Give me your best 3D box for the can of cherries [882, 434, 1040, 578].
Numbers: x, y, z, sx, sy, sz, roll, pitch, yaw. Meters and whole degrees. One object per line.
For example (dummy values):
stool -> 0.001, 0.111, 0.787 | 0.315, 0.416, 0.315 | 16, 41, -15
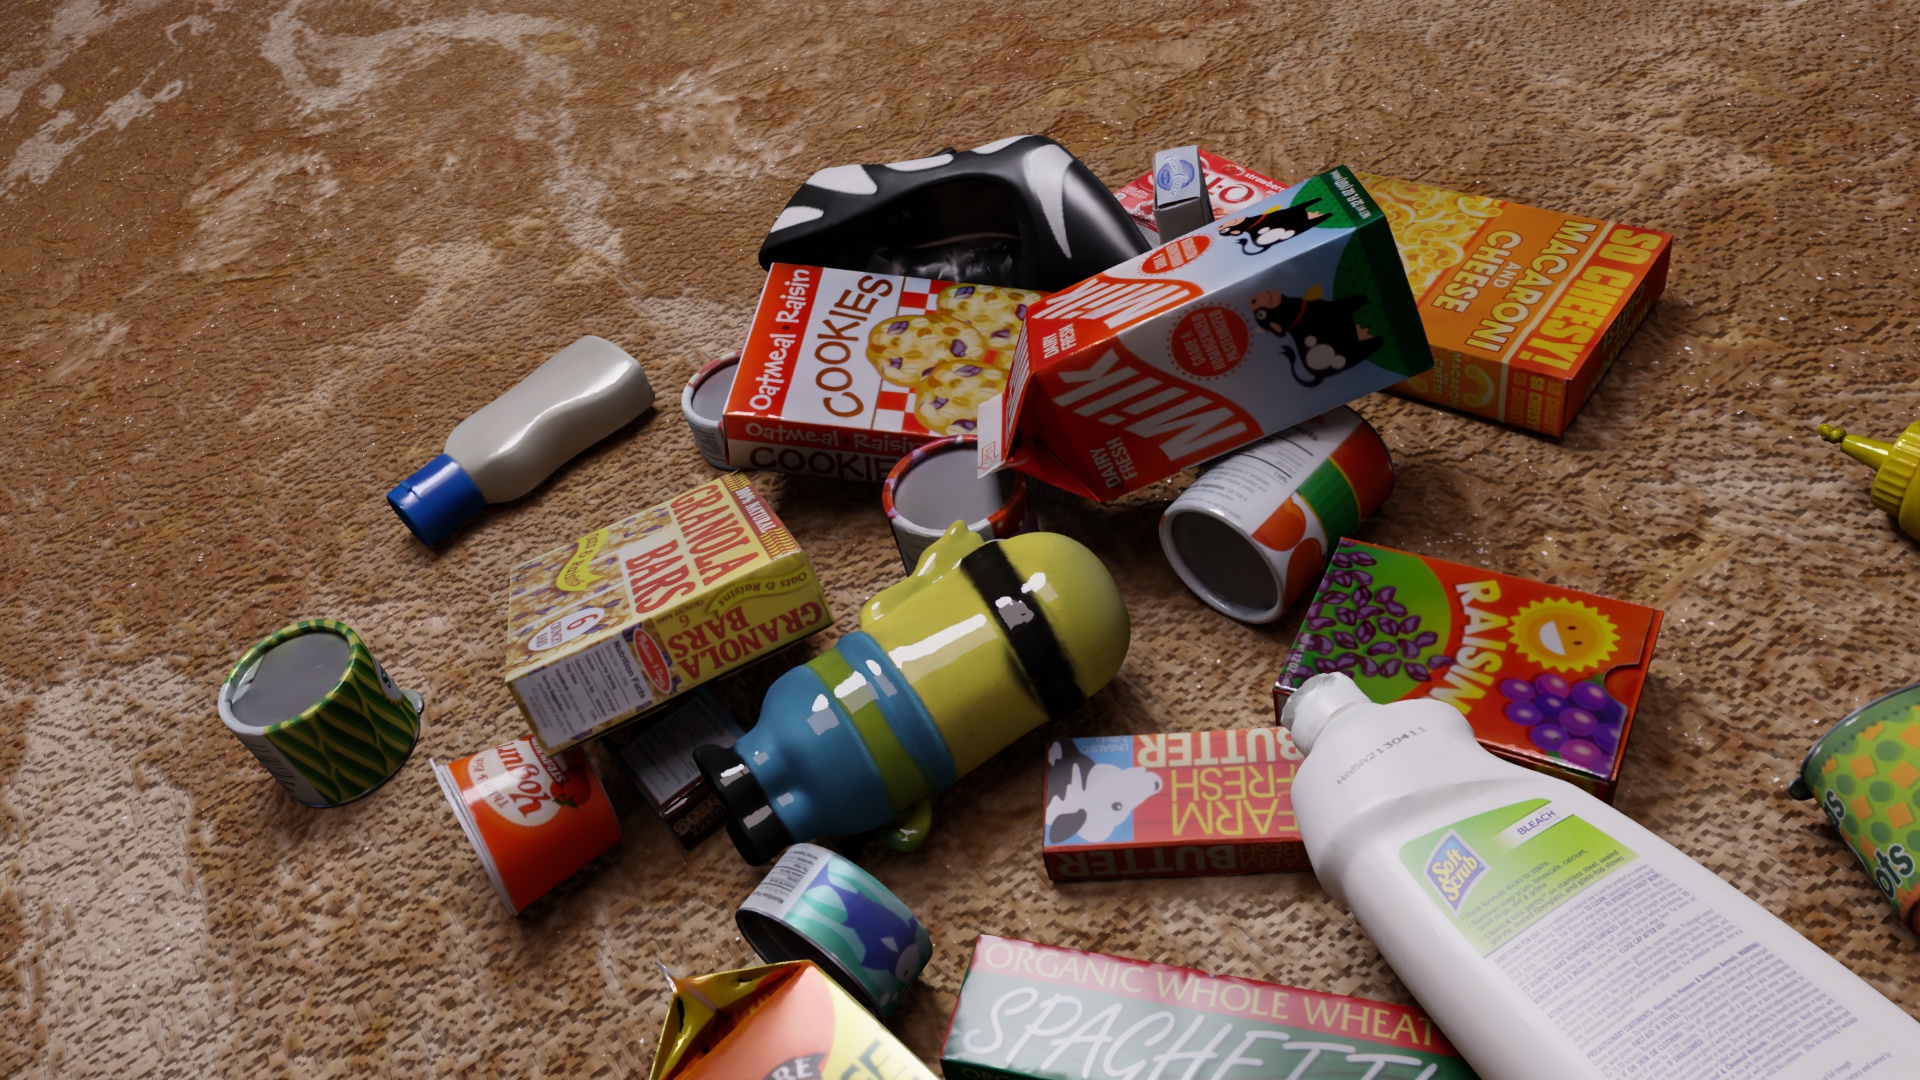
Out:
can of cherries -> 0.002, -0.008, 0.637 | 0.071, 0.058, 0.072 | -8, 45, 8

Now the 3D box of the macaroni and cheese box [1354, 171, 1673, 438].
macaroni and cheese box -> 0.246, -0.123, 0.697 | 0.166, 0.040, 0.124 | 24, 56, 34

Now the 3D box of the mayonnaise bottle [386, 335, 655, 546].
mayonnaise bottle -> -0.244, -0.055, 0.769 | 0.065, 0.041, 0.149 | 29, 60, 38

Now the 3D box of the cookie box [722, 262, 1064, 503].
cookie box -> -0.026, -0.082, 0.707 | 0.167, 0.040, 0.123 | 6, 47, 2

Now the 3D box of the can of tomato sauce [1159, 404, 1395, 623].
can of tomato sauce -> 0.137, -0.013, 0.601 | 0.071, 0.070, 0.083 | 28, 59, 36

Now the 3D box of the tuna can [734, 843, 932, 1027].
tuna can -> -0.043, 0.143, 0.496 | 0.071, 0.070, 0.033 | 19, 53, 31

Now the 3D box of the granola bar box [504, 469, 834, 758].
granola bar box -> -0.133, 0.024, 0.612 | 0.124, 0.039, 0.166 | -25, 20, -10

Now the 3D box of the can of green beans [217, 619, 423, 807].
can of green beans -> -0.293, 0.078, 0.636 | 0.071, 0.057, 0.071 | -8, 44, 8

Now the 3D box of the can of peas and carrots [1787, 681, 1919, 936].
can of peas and carrots -> 0.318, 0.088, 0.448 | 0.071, 0.070, 0.059 | -15, 44, 2

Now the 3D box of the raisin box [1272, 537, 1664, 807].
raisin box -> 0.194, 0.052, 0.537 | 0.123, 0.040, 0.086 | 15, 51, 27

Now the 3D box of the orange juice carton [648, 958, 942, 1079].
orange juice carton -> -0.029, 0.202, 0.427 | 0.193, 0.071, 0.073 | 30, 59, 36

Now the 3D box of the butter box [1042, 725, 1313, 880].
butter box -> 0.084, 0.100, 0.530 | 0.103, 0.024, 0.053 | -5, 44, 11

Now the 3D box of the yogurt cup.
yogurt cup -> -0.174, 0.111, 0.567 | 0.054, 0.072, 0.072 | -27, 44, -22

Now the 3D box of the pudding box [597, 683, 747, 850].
pudding box -> -0.123, 0.087, 0.599 | 0.050, 0.030, 0.084 | -36, 47, -18

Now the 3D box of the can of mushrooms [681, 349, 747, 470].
can of mushrooms -> -0.114, -0.073, 0.754 | 0.071, 0.033, 0.071 | -9, 44, 9

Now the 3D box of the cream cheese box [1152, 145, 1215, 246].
cream cheese box -> 0.120, -0.142, 0.706 | 0.024, 0.103, 0.054 | -10, 42, 16

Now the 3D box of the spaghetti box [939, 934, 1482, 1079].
spaghetti box -> 0.116, 0.173, 0.445 | 0.250, 0.028, 0.050 | 4, 46, 19

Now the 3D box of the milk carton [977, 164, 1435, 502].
milk carton -> 0.093, -0.080, 0.597 | 0.190, 0.073, 0.073 | -22, 28, 14

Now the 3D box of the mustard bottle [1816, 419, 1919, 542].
mustard bottle -> 0.410, -0.010, 0.530 | 0.065, 0.048, 0.160 | -36, 47, -20
